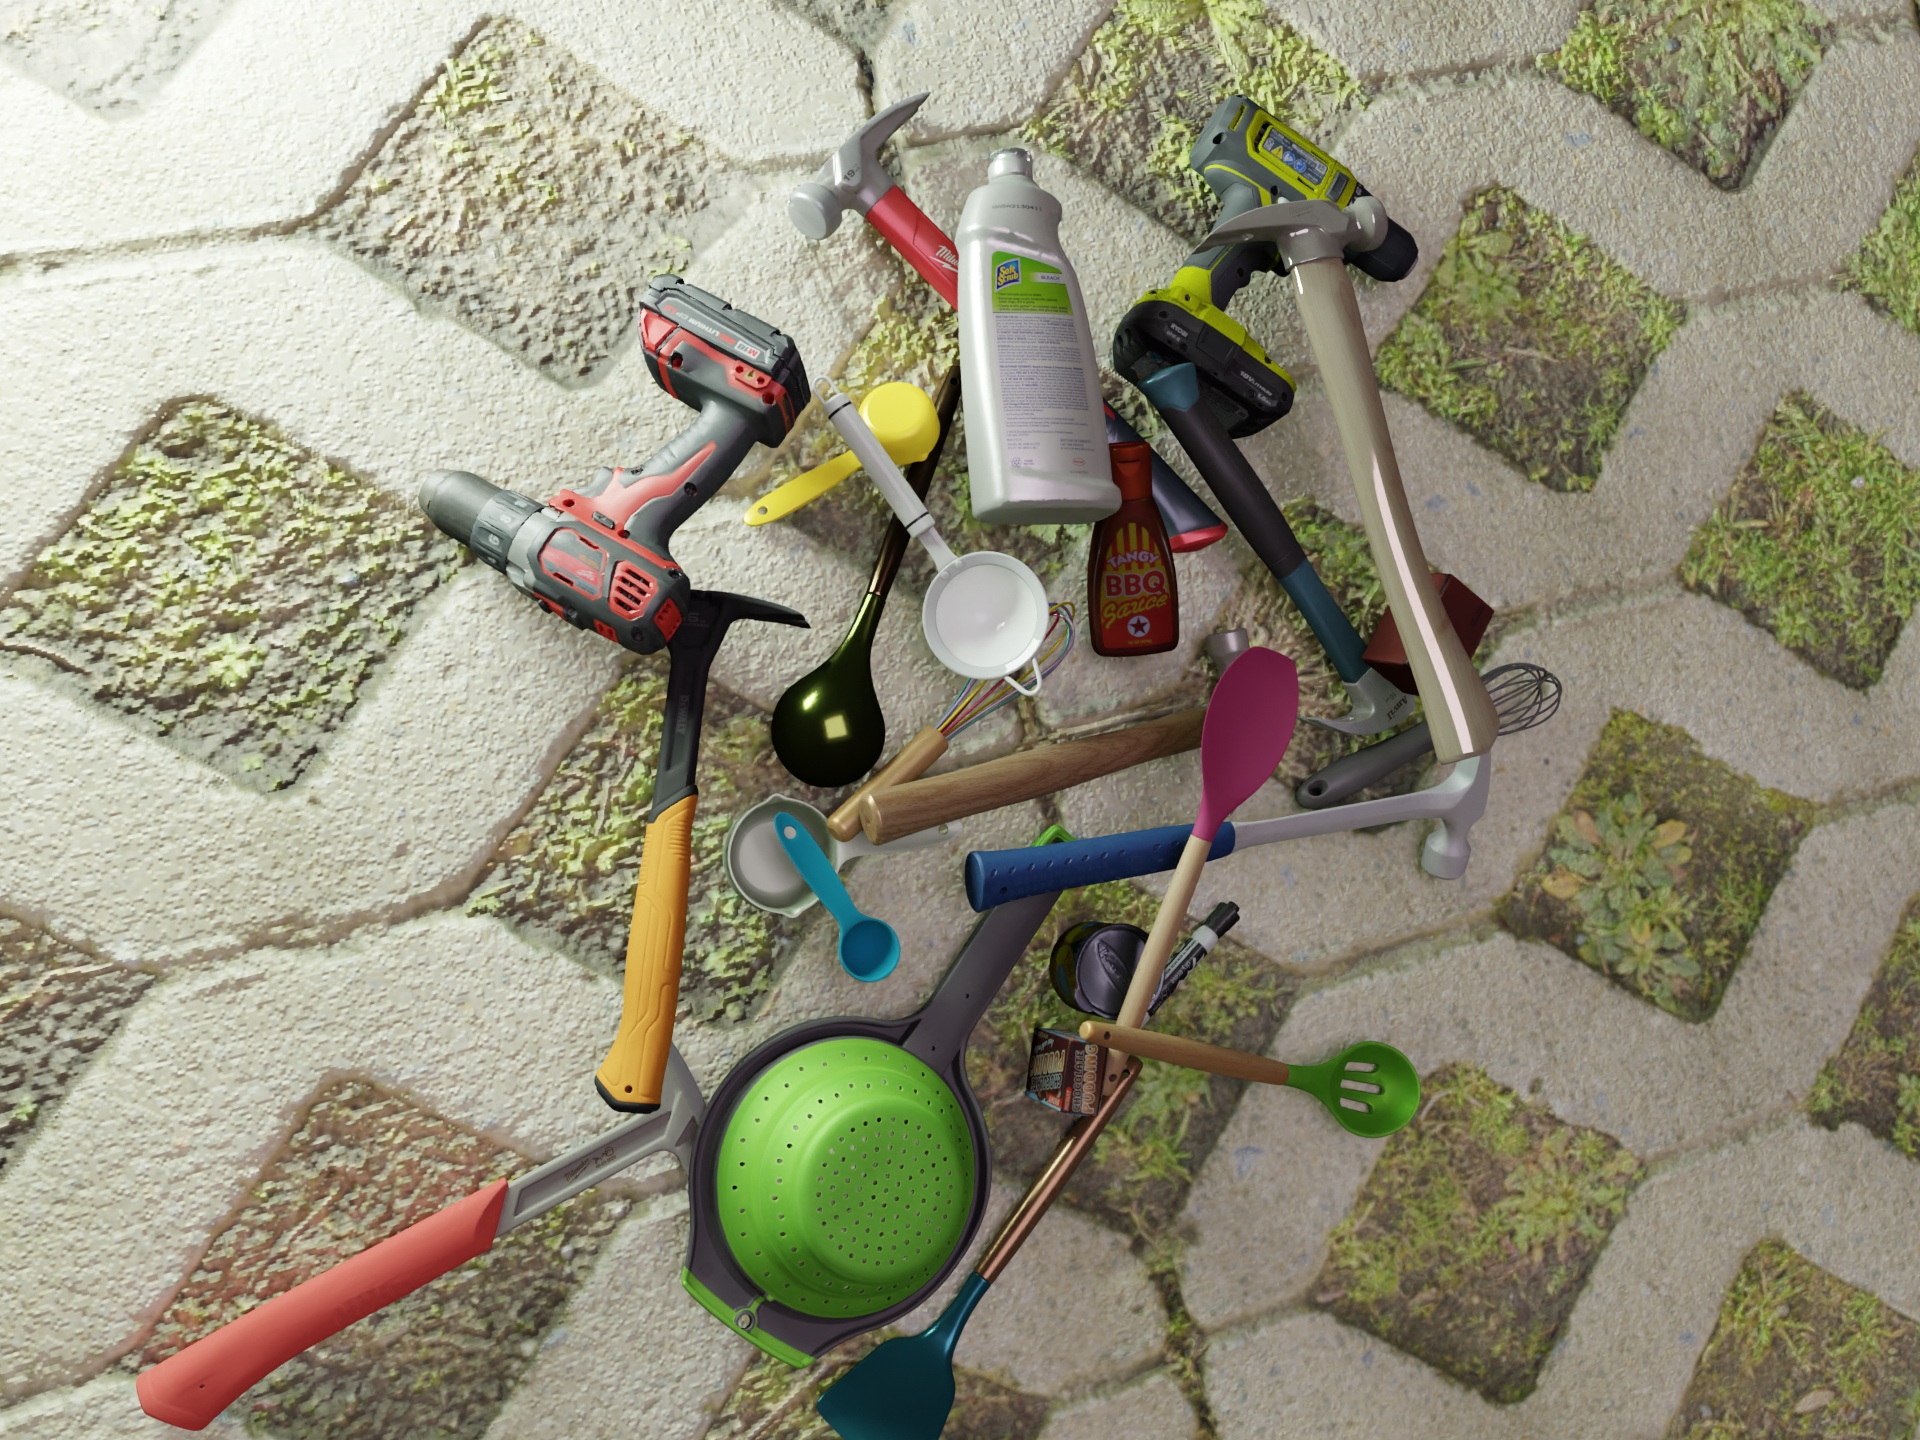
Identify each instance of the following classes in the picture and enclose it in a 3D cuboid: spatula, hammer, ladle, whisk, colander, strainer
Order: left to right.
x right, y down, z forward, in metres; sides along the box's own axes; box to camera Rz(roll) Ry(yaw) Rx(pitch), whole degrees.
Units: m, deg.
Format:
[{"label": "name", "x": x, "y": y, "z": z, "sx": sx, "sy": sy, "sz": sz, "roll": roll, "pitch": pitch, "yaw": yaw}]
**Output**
[{"label": "hammer", "x": -0.325, "y": 0.315, "z": 0.983, "sx": 0.359, "sy": 0.037, "sz": 0.149, "roll": -25, "pitch": 92, "yaw": -17}, {"label": "hammer", "x": -0.179, "y": 0.080, "z": 1.017, "sx": 0.127, "sy": 0.034, "sz": 0.337, "roll": 5, "pitch": 78, "yaw": 5}, {"label": "ladle", "x": -0.052, "y": -0.104, "z": 1.107, "sx": 0.078, "sy": 0.062, "sz": 0.320, "roll": 19, "pitch": 73, "yaw": -2}, {"label": "strainer", "x": -0.021, "y": -0.126, "z": 1.074, "sx": 0.087, "sy": 0.050, "sz": 0.258, "roll": -35, "pitch": 93, "yaw": 9}, {"label": "colander", "x": -0.018, "y": 0.229, "z": 1.033, "sx": 0.204, "sy": 0.094, "sz": 0.397, "roll": 40, "pitch": 70, "yaw": -12}, {"label": "whisk", "x": -0.002, "y": -0.005, "z": 1.090, "sx": 0.245, "sy": 0.047, "sz": 0.051, "roll": -43, "pitch": 93, "yaw": -24}, {"label": "spatula", "x": 0.031, "y": 0.357, "z": 1.080, "sx": 0.082, "sy": 0.044, "sz": 0.317, "roll": 33, "pitch": 73, "yaw": 17}, {"label": "hammer", "x": 0.059, "y": -0.274, "z": 1.147, "sx": 0.386, "sy": 0.038, "sz": 0.143, "roll": 43, "pitch": 64, "yaw": -11}, {"label": "hammer", "x": 0.082, "y": 0.031, "z": 1.102, "sx": 0.331, "sy": 0.031, "sz": 0.130, "roll": -15, "pitch": 94, "yaw": -28}, {"label": "hammer", "x": 0.198, "y": 0.076, "z": 1.114, "sx": 0.405, "sy": 0.035, "sz": 0.144, "roll": -8, "pitch": 123, "yaw": -19}, {"label": "hammer", "x": 0.234, "y": -0.123, "z": 1.159, "sx": 0.128, "sy": 0.033, "sz": 0.330, "roll": -44, "pitch": 110, "yaw": -16}, {"label": "hammer", "x": 0.283, "y": -0.168, "z": 1.112, "sx": 0.146, "sy": 0.038, "sz": 0.411, "roll": -13, "pitch": 83, "yaw": -19}, {"label": "whisk", "x": 0.357, "y": 0.014, "z": 1.210, "sx": 0.239, "sy": 0.055, "sz": 0.055, "roll": -24, "pitch": 92, "yaw": -13}]

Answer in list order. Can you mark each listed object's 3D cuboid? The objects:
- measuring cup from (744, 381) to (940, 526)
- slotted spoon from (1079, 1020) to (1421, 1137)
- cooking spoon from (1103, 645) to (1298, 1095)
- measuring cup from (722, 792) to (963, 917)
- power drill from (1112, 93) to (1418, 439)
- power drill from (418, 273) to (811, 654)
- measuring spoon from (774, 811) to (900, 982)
[{"label": "measuring cup", "x": -0.084, "y": -0.182, "z": 1.096, "sx": 0.156, "sy": 0.029, "sz": 0.062, "roll": -33, "pitch": 66, "yaw": -11}, {"label": "slotted spoon", "x": 0.207, "y": 0.241, "z": 1.111, "sx": 0.313, "sy": 0.031, "sz": 0.070, "roll": 18, "pitch": 79, "yaw": -32}, {"label": "cooking spoon", "x": 0.151, "y": 0.103, "z": 1.064, "sx": 0.068, "sy": 0.017, "sz": 0.319, "roll": 19, "pitch": 94, "yaw": -23}, {"label": "measuring cup", "x": -0.080, "y": 0.085, "z": 1.079, "sx": 0.167, "sy": 0.038, "sz": 0.083, "roll": -8, "pitch": 86, "yaw": -23}, {"label": "power drill", "x": 0.230, "y": -0.328, "z": 1.188, "sx": 0.190, "sy": 0.080, "sz": 0.228, "roll": 31, "pitch": 75, "yaw": -11}, {"label": "power drill", "x": -0.221, "y": -0.173, "z": 1.029, "sx": 0.188, "sy": 0.080, "sz": 0.227, "roll": 29, "pitch": 77, "yaw": 9}, {"label": "measuring spoon", "x": -0.086, "y": 0.116, "z": 1.046, "sx": 0.042, "sy": 0.021, "sz": 0.128, "roll": -34, "pitch": 91, "yaw": -24}]
